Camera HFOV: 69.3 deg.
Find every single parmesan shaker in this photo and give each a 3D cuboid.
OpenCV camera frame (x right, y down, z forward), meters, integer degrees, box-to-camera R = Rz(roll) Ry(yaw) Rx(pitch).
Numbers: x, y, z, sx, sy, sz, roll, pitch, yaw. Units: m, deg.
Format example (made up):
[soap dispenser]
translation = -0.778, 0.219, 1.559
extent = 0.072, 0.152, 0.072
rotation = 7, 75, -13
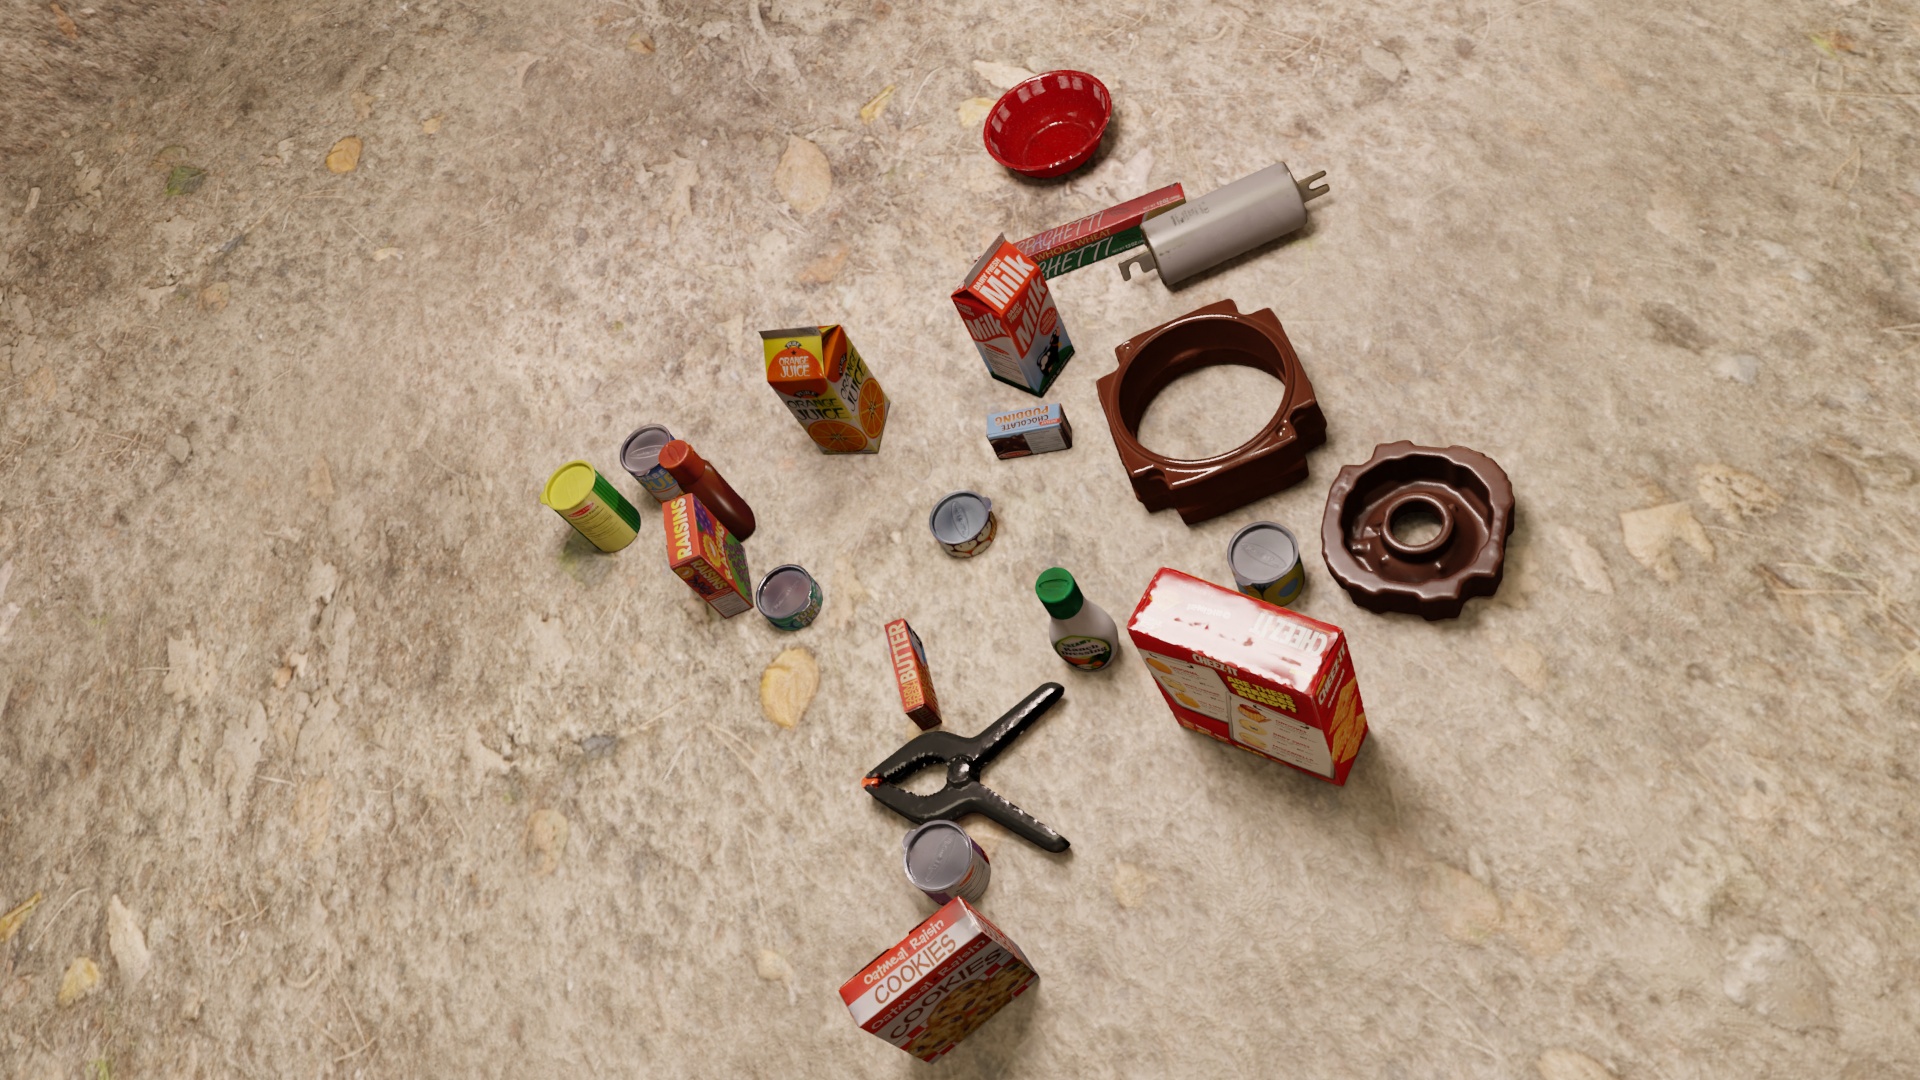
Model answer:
[parmesan shaker]
translation = -0.426, -0.037, 1.604
extent = 0.071, 0.102, 0.071
rotation = -10, 58, 16

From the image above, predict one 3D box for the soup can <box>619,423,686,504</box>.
[soup can]
translation = -0.346, -0.083, 1.611
extent = 0.071, 0.083, 0.071
rotation = -10, 58, 16

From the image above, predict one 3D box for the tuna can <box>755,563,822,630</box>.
[tuna can]
translation = -0.182, 0.062, 1.490
extent = 0.071, 0.032, 0.071
rotation = -10, 58, 16

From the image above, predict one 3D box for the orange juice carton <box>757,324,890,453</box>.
[orange juice carton]
translation = -0.150, -0.175, 1.522
extent = 0.072, 0.192, 0.073
rotation = 0, 61, 22

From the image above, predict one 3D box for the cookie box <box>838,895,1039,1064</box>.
[cookie box]
translation = -0.015, 0.368, 1.157
extent = 0.123, 0.167, 0.040
rotation = -38, 55, -3

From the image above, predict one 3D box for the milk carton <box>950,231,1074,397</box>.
[milk carton]
translation = 0.052, -0.243, 1.485
extent = 0.073, 0.190, 0.072
rotation = 27, 73, 32

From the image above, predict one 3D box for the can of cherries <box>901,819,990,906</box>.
[can of cherries]
translation = -0.014, 0.294, 1.269
extent = 0.071, 0.058, 0.072
rotation = -10, 58, 16

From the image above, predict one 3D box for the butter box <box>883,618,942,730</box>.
[butter box]
translation = -0.047, 0.133, 1.382
extent = 0.024, 0.053, 0.104
rotation = -22, 55, 9

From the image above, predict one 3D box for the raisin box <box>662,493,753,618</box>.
[raisin box]
translation = -0.272, 0.017, 1.498
extent = 0.040, 0.123, 0.086
rotation = -21, 55, 9

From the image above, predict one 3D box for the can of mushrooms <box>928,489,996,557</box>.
[can of mushrooms]
translation = 0.005, -0.018, 1.465
extent = 0.071, 0.033, 0.071
rotation = -10, 58, 16

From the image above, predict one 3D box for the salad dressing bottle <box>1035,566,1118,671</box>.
[salad dressing bottle]
translation = 0.107, 0.074, 1.299
extent = 0.064, 0.147, 0.044
rotation = -7, 59, 18

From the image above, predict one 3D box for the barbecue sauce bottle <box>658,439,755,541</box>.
[barbecue sauce bottle]
translation = -0.280, -0.057, 1.530
extent = 0.044, 0.148, 0.065
rotation = -36, 54, -1

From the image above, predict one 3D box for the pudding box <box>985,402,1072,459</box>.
[pudding box]
translation = 0.073, -0.117, 1.487
extent = 0.083, 0.049, 0.030
rotation = -9, 58, 17

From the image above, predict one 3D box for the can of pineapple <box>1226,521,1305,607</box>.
[can of pineapple]
translation = 0.288, 0.025, 1.312
extent = 0.071, 0.057, 0.071
rotation = -10, 58, 16

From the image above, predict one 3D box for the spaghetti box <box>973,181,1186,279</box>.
[spaghetti box]
translation = 0.141, -0.343, 1.596
extent = 0.250, 0.050, 0.029
rotation = -19, 56, 10
